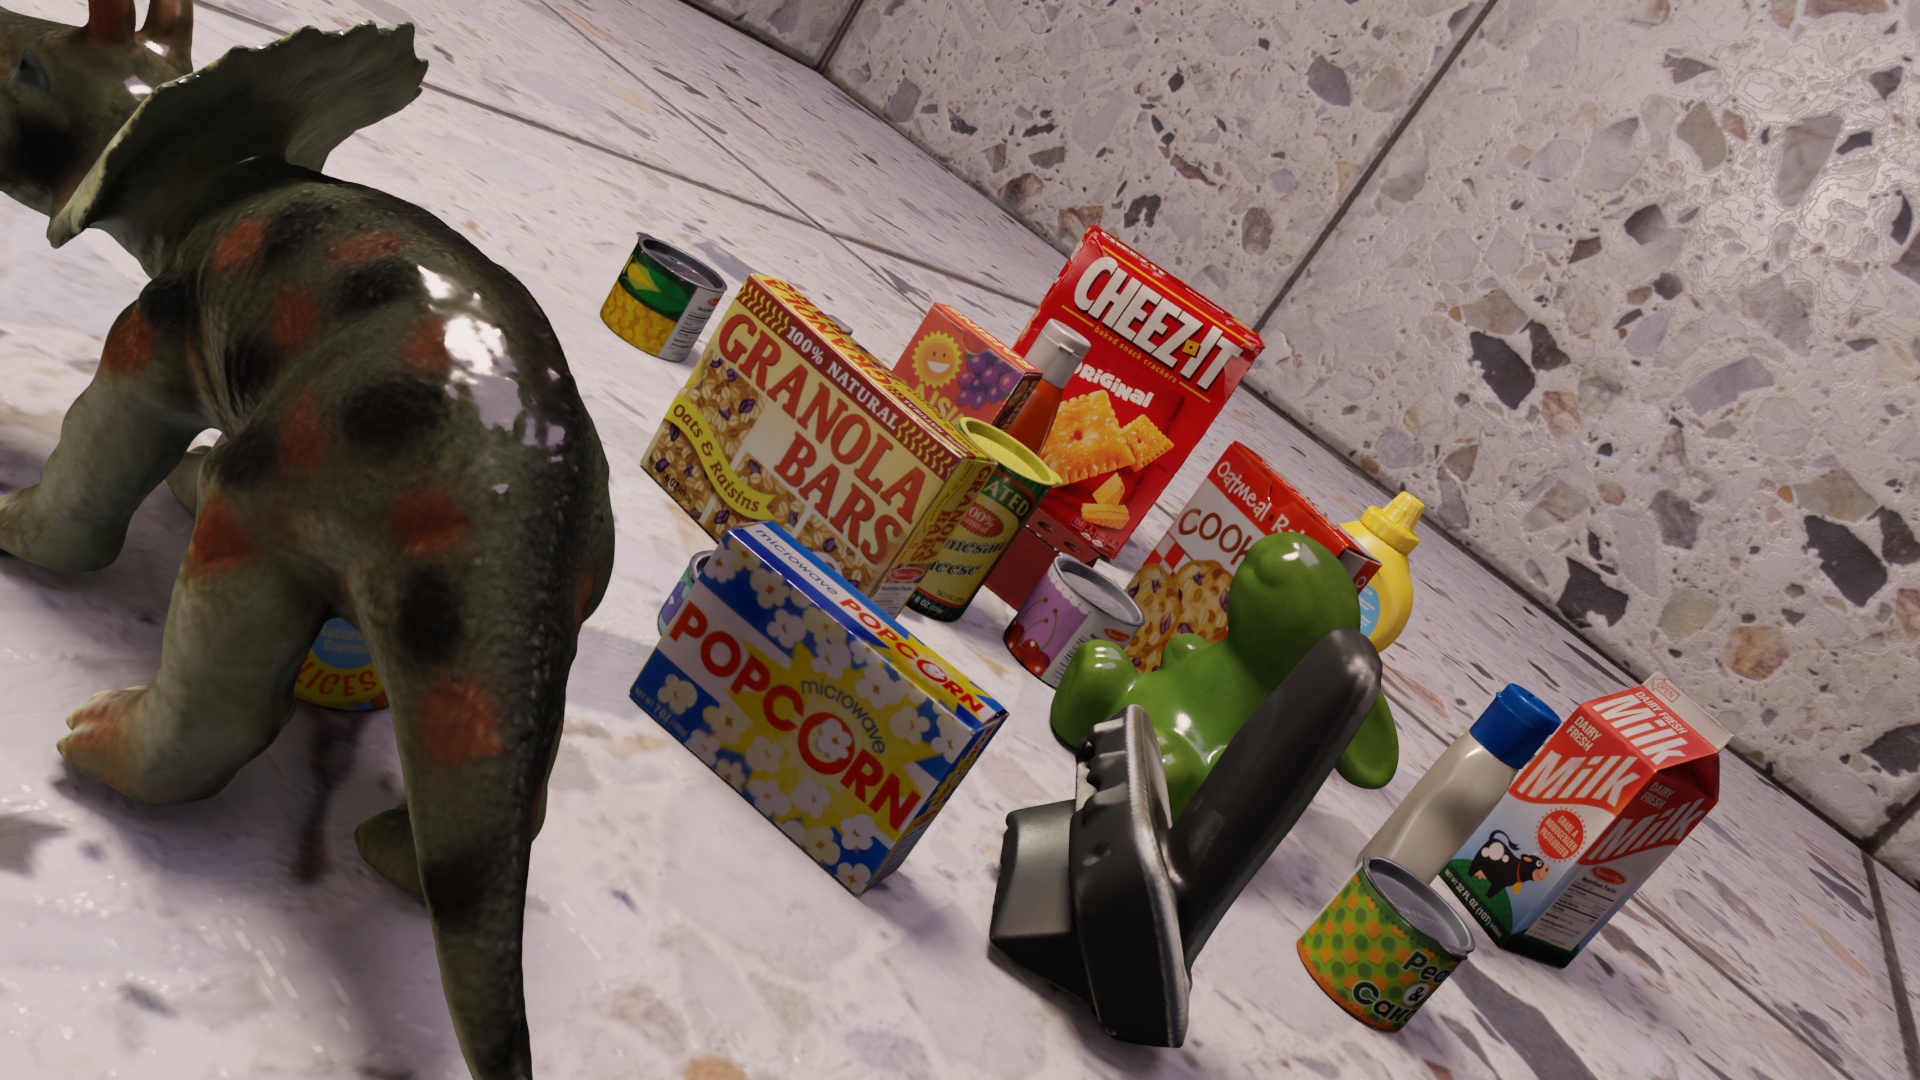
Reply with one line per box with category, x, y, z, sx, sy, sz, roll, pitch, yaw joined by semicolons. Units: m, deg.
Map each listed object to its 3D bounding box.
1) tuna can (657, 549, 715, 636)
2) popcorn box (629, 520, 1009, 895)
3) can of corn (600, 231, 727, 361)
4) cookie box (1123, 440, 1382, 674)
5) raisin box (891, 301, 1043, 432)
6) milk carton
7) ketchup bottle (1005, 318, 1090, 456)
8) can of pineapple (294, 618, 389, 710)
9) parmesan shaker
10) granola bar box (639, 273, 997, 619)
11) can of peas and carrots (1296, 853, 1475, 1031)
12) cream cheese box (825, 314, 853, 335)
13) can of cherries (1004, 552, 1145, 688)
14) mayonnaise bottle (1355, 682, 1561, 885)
tuna can;-0.098;0.038;0.622;0.071;0.032;0.071;31;18;-11
popcorn box;-0.057;0.063;0.542;0.127;0.085;0.038;38;17;13
can of corn;-0.201;-0.163;0.932;0.071;0.058;0.071;31;17;-11
cookie box;0.163;0.040;0.857;0.040;0.167;0.123;21;21;-37
raisin box;-0.013;-0.090;0.965;0.086;0.123;0.040;39;18;16
milk carton;0.407;0.176;0.892;0.073;0.190;0.072;24;19;-29
ketchup bottle;0.040;-0.091;1.021;0.065;0.148;0.044;30;17;-13
can of pineapple;-0.200;0.015;0.460;0.071;0.057;0.071;31;17;-11
parmesan shaker;0.003;-0.010;0.814;0.071;0.102;0.071;31;17;-11
granola bar box;-0.078;-0.040;0.715;0.166;0.124;0.039;42;18;24
can of peas and carrots;0.213;0.203;0.696;0.071;0.058;0.071;31;17;-11
cream cheese box;-0.122;-0.141;1.023;0.024;0.053;0.104;38;18;13
can of cherries;0.067;0.051;0.842;0.071;0.058;0.072;31;17;-11
mayonnaise bottle;0.296;0.152;0.828;0.041;0.147;0.065;37;17;9
